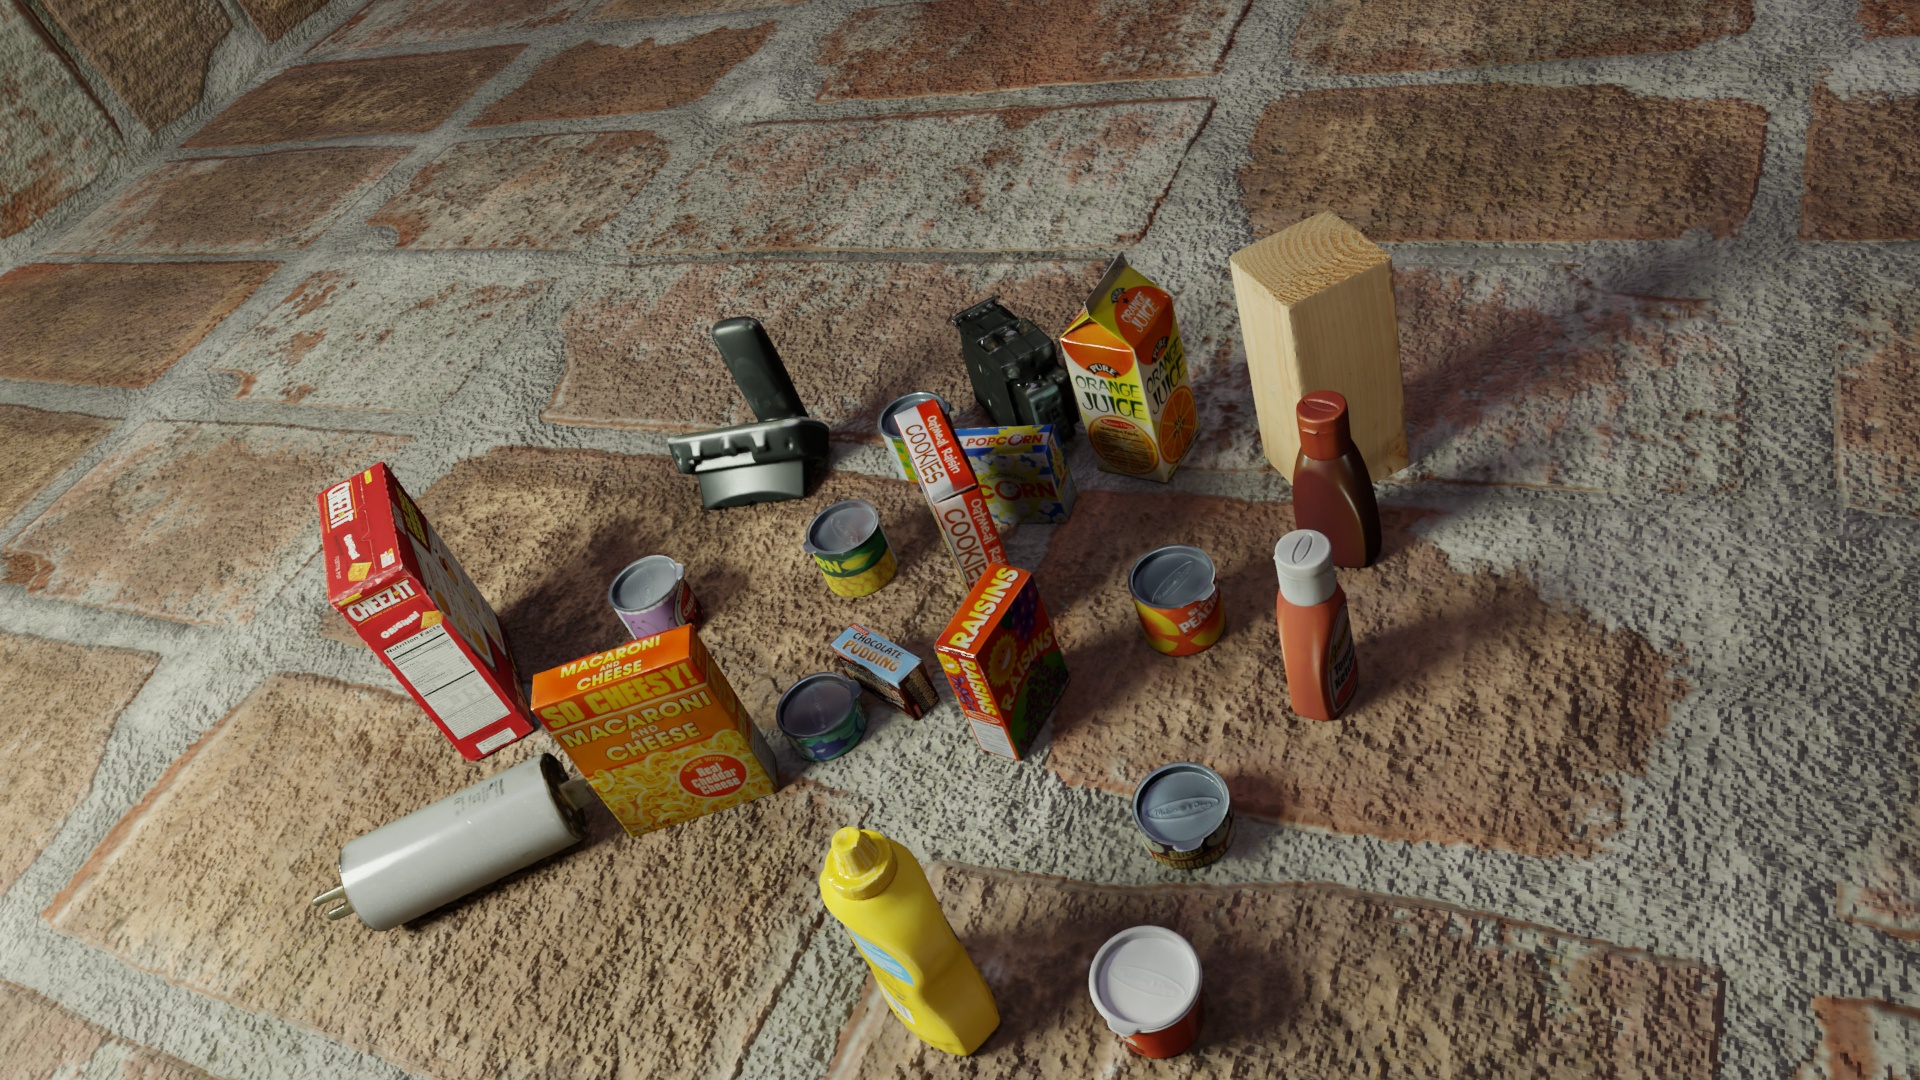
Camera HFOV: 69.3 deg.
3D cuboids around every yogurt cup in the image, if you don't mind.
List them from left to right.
[{"bbox_3d":[0.116,0.276,0.842,0.072,0.053,0.073,-12,42,11],"label":"yogurt cup"}]

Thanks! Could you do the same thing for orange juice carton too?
[{"bbox_3d":[0.141,-0.145,1.171,0.073,0.191,0.072,14,52,33],"label":"orange juice carton"}]

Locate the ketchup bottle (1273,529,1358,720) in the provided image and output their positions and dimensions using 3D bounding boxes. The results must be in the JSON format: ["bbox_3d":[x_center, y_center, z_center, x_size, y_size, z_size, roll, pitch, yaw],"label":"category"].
[{"bbox_3d":[0.242,0.056,0.951,0.043,0.148,0.065,11,51,32],"label":"ketchup bottle"}]

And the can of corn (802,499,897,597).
[{"bbox_3d":[-0.096,0.009,1.208,0.071,0.058,0.071,-12,42,11],"label":"can of corn"}]

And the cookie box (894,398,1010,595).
[{"bbox_3d":[0.004,-0.014,1.109,0.040,0.166,0.123,-23,42,-2],"label":"cookie box"}]

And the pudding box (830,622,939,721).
[{"bbox_3d":[-0.060,0.103,1.101,0.084,0.049,0.030,26,60,40],"label":"pudding box"}]

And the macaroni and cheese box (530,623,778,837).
[{"bbox_3d":[-0.225,0.144,1.038,0.124,0.165,0.040,-18,42,4],"label":"macaroni and cheese box"}]

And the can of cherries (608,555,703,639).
[{"bbox_3d":[-0.266,0.056,1.229,0.071,0.058,0.072,-12,42,11],"label":"can of cherries"}]

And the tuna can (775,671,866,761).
[{"bbox_3d":[-0.107,0.138,1.096,0.071,0.032,0.071,-12,42,11],"label":"tuna can"}]

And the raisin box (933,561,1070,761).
[{"bbox_3d":[0.033,0.089,1.021,0.040,0.122,0.086,13,52,33],"label":"raisin box"}]

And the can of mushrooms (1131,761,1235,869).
[{"bbox_3d":[0.151,0.187,0.937,0.071,0.033,0.071,-12,42,11],"label":"can of mushrooms"}]

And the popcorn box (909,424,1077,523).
[{"bbox_3d":[0.028,-0.056,1.205,0.126,0.084,0.038,-1,46,22],"label":"popcorn box"}]

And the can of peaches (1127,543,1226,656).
[{"bbox_3d":[0.168,0.047,1.059,0.071,0.057,0.071,-12,42,11],"label":"can of peaches"}]

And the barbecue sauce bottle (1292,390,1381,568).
[{"bbox_3d":[0.278,-0.045,1.042,0.065,0.147,0.044,22,57,38],"label":"barbecue sauce bottle"}]

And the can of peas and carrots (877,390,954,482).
[{"bbox_3d":[-0.035,-0.097,1.294,0.071,0.058,0.071,-12,42,11],"label":"can of peas and carrots"}]
